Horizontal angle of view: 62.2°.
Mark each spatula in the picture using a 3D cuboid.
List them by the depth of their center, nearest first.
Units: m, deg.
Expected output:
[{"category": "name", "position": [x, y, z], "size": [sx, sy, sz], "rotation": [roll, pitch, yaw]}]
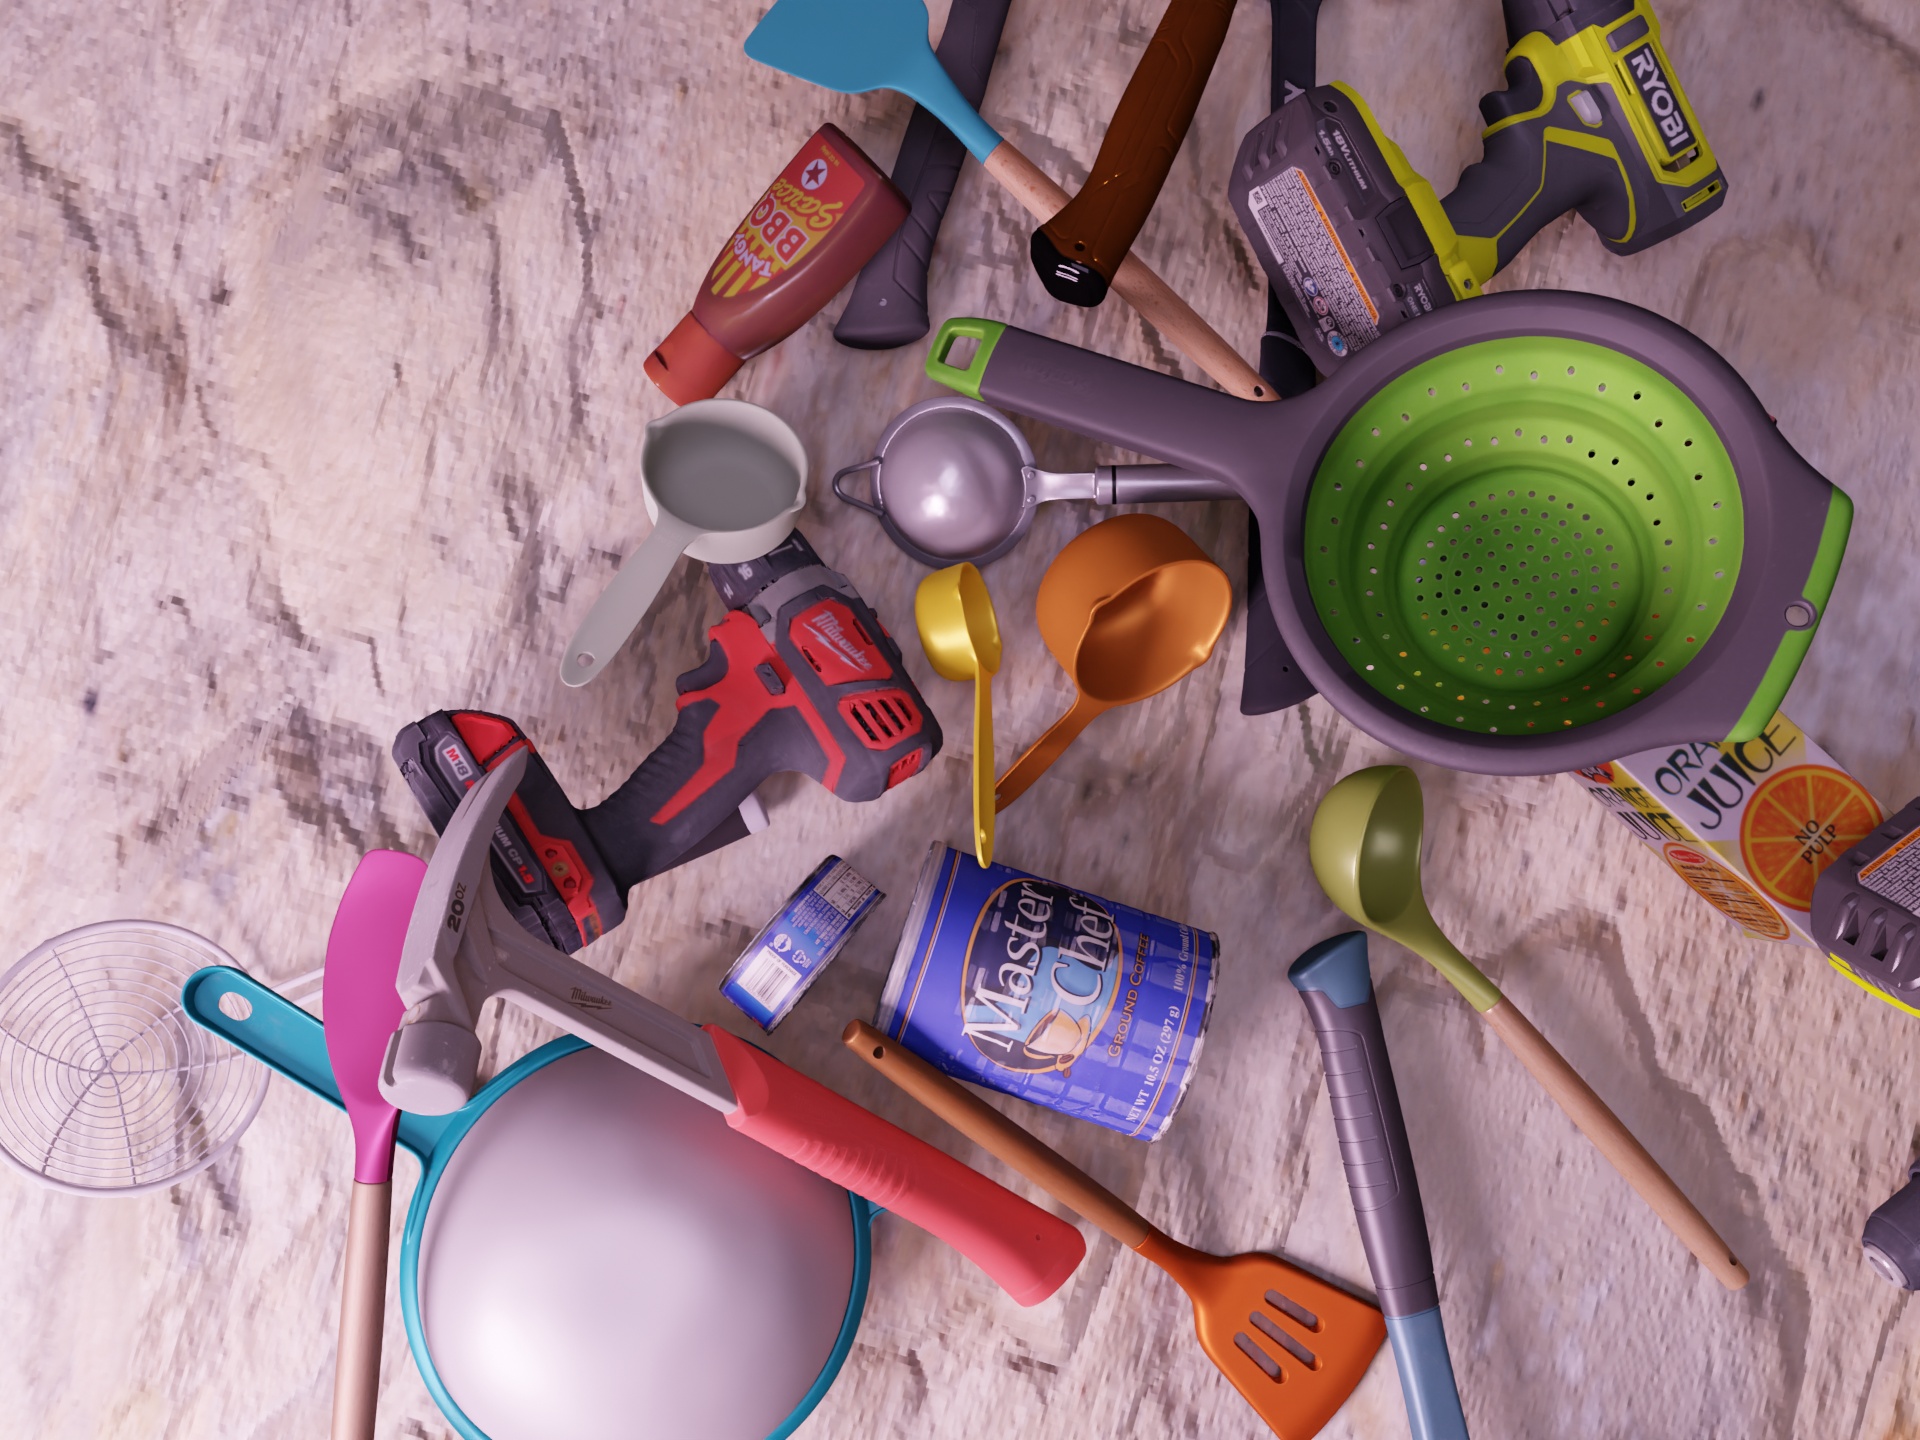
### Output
[{"category": "spatula", "position": [0.070, 0.230, 0.737], "size": [0.322, 0.041, 0.081], "rotation": [40, 85, -22]}, {"category": "spatula", "position": [0.036, -0.256, 0.772], "size": [0.317, 0.044, 0.082], "rotation": [42, 86, -4]}]

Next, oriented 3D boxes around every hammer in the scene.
[{"category": "hammer", "position": [-0.073, 0.157, 0.676], "size": [0.036, 0.149, 0.358], "rotation": [-31, 128, 31]}, {"category": "hammer", "position": [0.211, 0.268, 0.760], "size": [0.128, 0.033, 0.331], "rotation": [-9, 83, -18]}, {"category": "hammer", "position": [0.124, -0.340, 0.761], "size": [0.127, 0.034, 0.337], "rotation": [23, 76, 10]}, {"category": "hammer", "position": [0.160, -0.206, 0.798], "size": [0.149, 0.036, 0.409], "rotation": [2, 87, 0]}, {"category": "hammer", "position": [0.000, -0.346, 0.804], "size": [0.146, 0.035, 0.335], "rotation": [18, 87, -1]}]

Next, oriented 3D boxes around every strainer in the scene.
[{"category": "strainer", "position": [-0.191, 0.201, 0.682], "size": [0.340, 0.095, 0.211], "rotation": [33, 75, -4]}, {"category": "strainer", "position": [0.062, -0.115, 0.770], "size": [0.258, 0.050, 0.086], "rotation": [-1, 109, 5]}]

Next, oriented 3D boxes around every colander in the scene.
[{"category": "colander", "position": [0.168, -0.101, 0.712], "size": [0.397, 0.094, 0.204], "rotation": [23, 88, 22]}]

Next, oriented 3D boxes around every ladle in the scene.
[{"category": "ladle", "position": [0.283, 0.153, 0.770], "size": [0.320, 0.062, 0.078], "rotation": [48, 52, -2]}]

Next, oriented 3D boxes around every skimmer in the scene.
[{"category": "skimmer", "position": [-0.265, 0.107, 0.743], "size": [0.363, 0.090, 0.127], "rotation": [-22, 84, -2]}]

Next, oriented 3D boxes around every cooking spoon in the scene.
[{"category": "cooking spoon", "position": [-0.241, 0.211, 0.647], "size": [0.069, 0.017, 0.319], "rotation": [6, 92, 30]}]

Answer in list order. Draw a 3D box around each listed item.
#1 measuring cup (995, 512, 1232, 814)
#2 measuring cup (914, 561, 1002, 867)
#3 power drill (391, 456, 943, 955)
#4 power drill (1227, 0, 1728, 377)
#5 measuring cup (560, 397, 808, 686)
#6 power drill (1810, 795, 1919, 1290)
[{"category": "measuring cup", "position": [0.054, -0.027, 0.776], "size": [0.173, 0.095, 0.052], "rotation": [-48, 51, 20]}, {"category": "measuring cup", "position": [-0.001, -0.002, 0.753], "size": [0.029, 0.062, 0.157], "rotation": [-11, 62, 18]}, {"category": "power drill", "position": [-0.144, -0.010, 0.742], "size": [0.226, 0.080, 0.188], "rotation": [-31, 78, -18]}, {"category": "power drill", "position": [0.246, -0.273, 0.757], "size": [0.223, 0.080, 0.171], "rotation": [-33, 99, -17]}, {"category": "measuring cup", "position": [-0.129, -0.073, 0.717], "size": [0.083, 0.038, 0.168], "rotation": [27, 63, 6]}, {"category": "power drill", "position": [0.477, 0.147, 0.729], "size": [0.190, 0.080, 0.228], "rotation": [-35, 116, -3]}]
